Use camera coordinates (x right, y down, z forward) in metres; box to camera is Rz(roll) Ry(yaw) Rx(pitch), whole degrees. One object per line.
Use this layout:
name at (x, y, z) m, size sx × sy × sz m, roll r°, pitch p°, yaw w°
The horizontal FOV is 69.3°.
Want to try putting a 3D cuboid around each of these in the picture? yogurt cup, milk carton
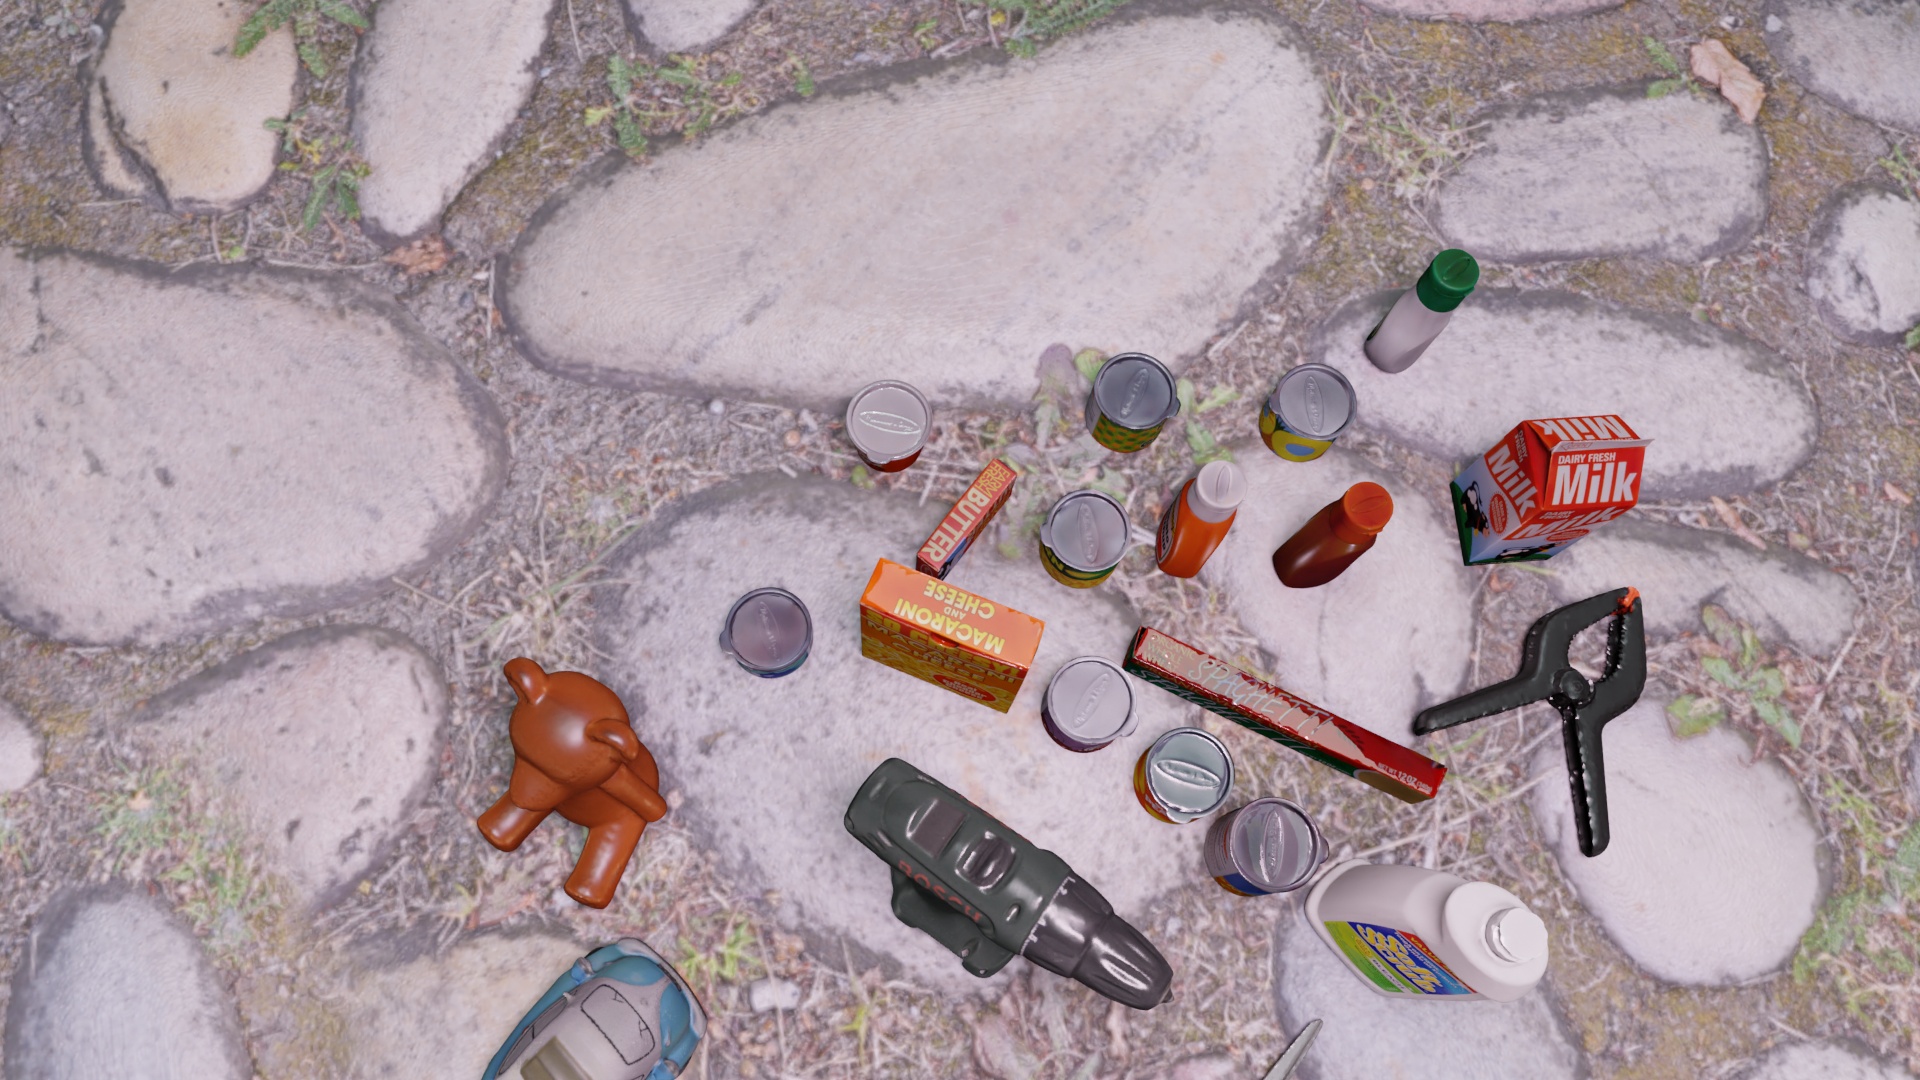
yogurt cup at (-0.057, -0.088, 1.109) m, size 0.072 × 0.053 × 0.072 m, roll 1°, pitch 73°, yaw -3°
milk carton at (0.444, -0.042, 1.050) m, size 0.072 × 0.190 × 0.073 m, roll -3°, pitch 74°, yaw -4°

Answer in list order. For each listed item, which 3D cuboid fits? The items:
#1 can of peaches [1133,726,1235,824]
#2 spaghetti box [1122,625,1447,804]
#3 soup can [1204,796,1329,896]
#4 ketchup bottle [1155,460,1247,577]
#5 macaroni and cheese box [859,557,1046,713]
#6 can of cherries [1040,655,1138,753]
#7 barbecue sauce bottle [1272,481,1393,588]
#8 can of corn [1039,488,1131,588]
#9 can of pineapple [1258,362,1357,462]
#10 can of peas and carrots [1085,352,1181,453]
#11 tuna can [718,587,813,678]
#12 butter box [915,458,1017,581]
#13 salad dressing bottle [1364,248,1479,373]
can of peaches at (0.165, 0.179, 1.036) m, size 0.071 × 0.058 × 0.071 m, roll 1°, pitch 73°, yaw -3°
spaghetti box at (0.242, 0.133, 1.058) m, size 0.250 × 0.050 × 0.029 m, roll 25°, pitch 74°, yaw 5°
soup can at (0.221, 0.225, 1.011) m, size 0.071 × 0.083 × 0.071 m, roll 1°, pitch 73°, yaw -3°
ketchup bottle at (0.183, -0.019, 1.051) m, size 0.043 × 0.148 × 0.065 m, roll 12°, pitch 73°, yaw 1°
macaroni and cheese box at (-0.009, 0.073, 1.002) m, size 0.124 × 0.166 × 0.040 m, roll 21°, pitch 73°, yaw 4°
can of cherries at (0.097, 0.127, 1.048) m, size 0.071 × 0.058 × 0.071 m, roll 1°, pitch 73°, yaw -3°
barbecue sauce bottle at (0.286, -0.004, 1.052) m, size 0.065 × 0.148 × 0.044 m, roll -18°, pitch 75°, yaw -8°
can of corn at (0.094, 0.000, 1.087) m, size 0.071 × 0.058 × 0.071 m, roll 1°, pitch 73°, yaw -3°
can of pineapple at (0.280, -0.104, 1.130) m, size 0.071 × 0.057 × 0.071 m, roll 1°, pitch 73°, yaw -3°
can of peas and carrots at (0.139, -0.110, 1.124) m, size 0.071 × 0.058 × 0.071 m, roll 1°, pitch 73°, yaw -3°
tuna can at (-0.148, 0.072, 1.065) m, size 0.071 × 0.032 × 0.071 m, roll 1°, pitch 73°, yaw -3°
butter box at (0.004, -0.014, 1.089) m, size 0.024 × 0.053 × 0.104 m, roll 37°, pitch 75°, yaw 8°
salad dressing bottle at (0.370, -0.183, 1.113) m, size 0.064 × 0.147 × 0.044 m, roll -38°, pitch 79°, yaw -13°
